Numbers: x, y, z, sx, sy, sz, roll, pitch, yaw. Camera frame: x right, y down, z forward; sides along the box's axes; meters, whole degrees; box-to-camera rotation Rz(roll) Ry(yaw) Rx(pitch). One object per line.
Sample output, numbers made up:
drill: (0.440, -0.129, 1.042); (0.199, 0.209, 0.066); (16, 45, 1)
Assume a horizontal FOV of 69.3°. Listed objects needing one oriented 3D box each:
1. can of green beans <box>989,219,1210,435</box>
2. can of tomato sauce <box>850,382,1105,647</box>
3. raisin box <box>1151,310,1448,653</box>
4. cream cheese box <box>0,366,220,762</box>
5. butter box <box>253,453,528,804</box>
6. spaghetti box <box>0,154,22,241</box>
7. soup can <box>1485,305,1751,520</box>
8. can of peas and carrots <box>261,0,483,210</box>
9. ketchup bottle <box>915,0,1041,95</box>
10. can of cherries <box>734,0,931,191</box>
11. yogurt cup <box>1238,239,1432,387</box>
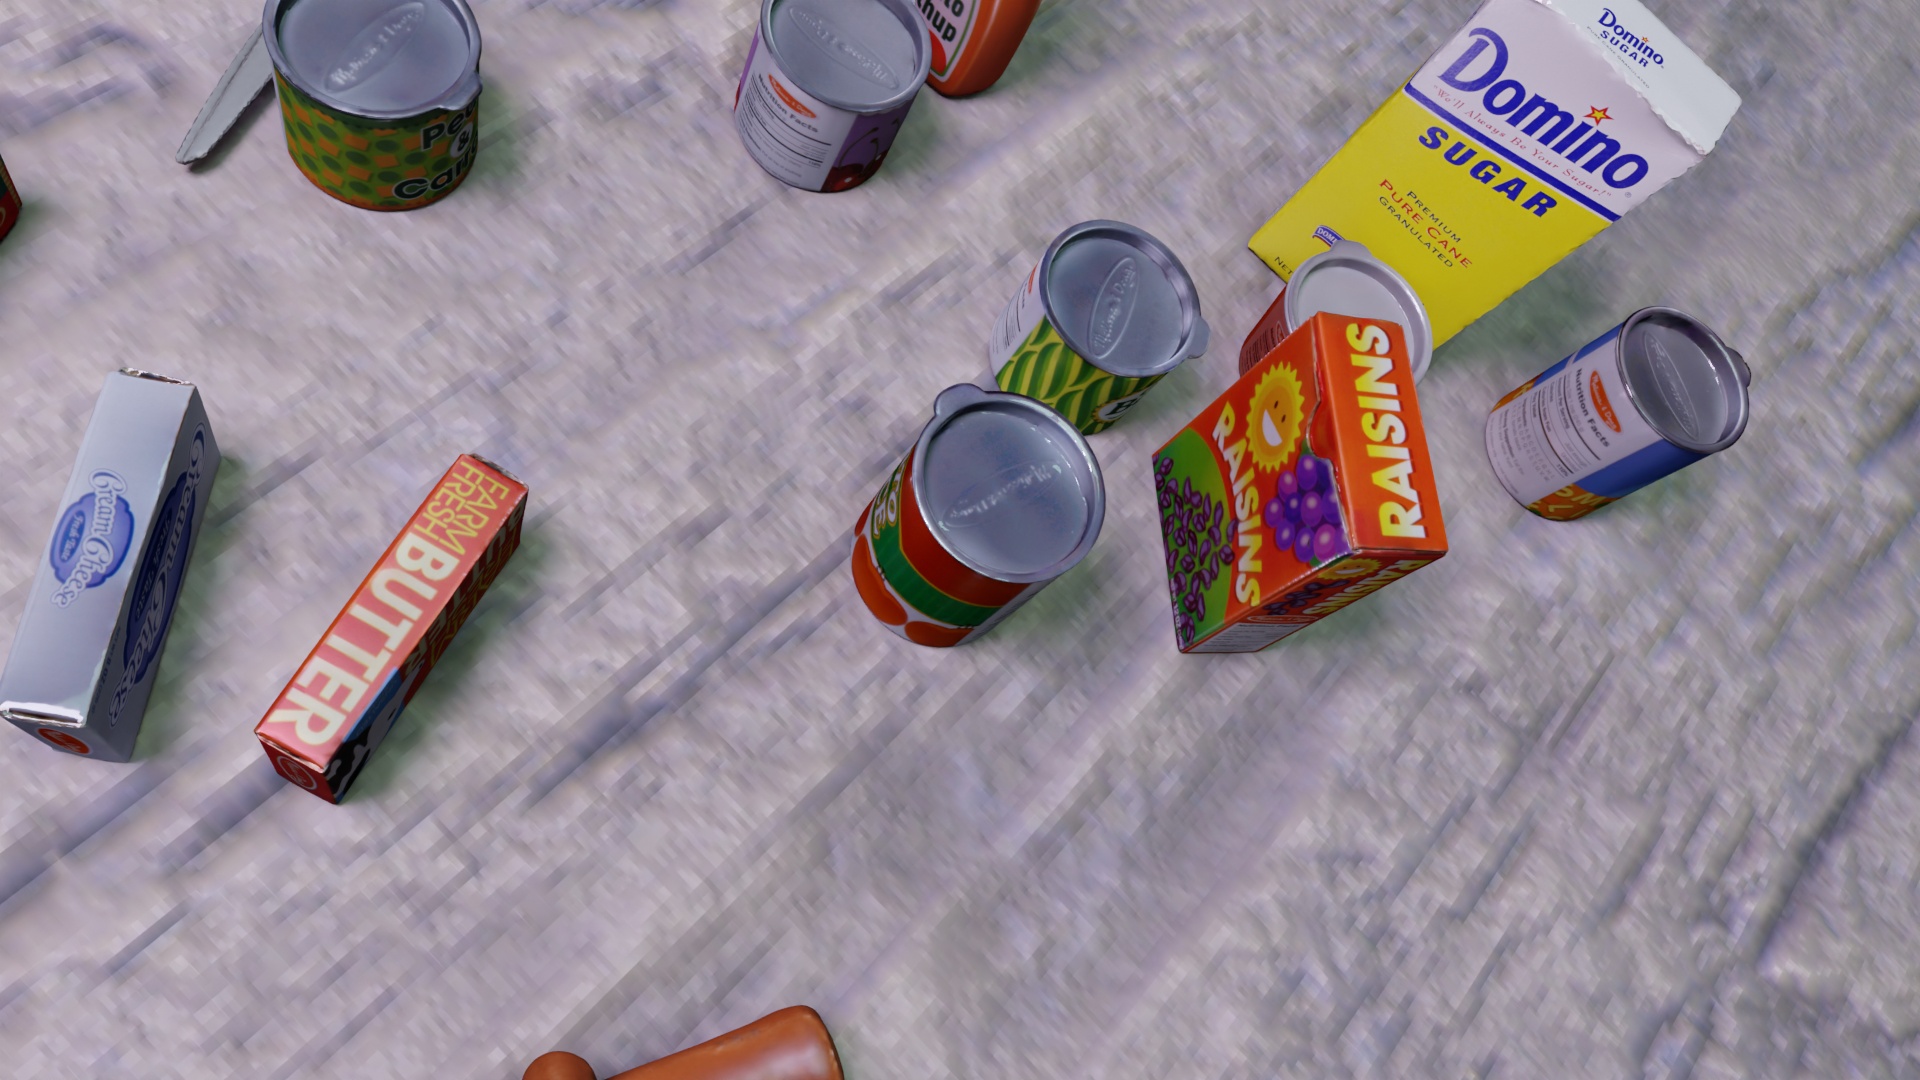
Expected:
can of green beans: (0.051, -0.081, 0.542); (0.071, 0.057, 0.071); (7, 68, -18)
can of tomato sauce: (0.002, -0.006, 0.481); (0.071, 0.082, 0.071); (7, 68, -18)
raisin box: (0.117, -0.016, 0.504); (0.040, 0.123, 0.086); (3, 70, -19)
cream cheese box: (-0.244, 0.008, 0.402); (0.024, 0.053, 0.104); (11, 67, -16)
butter box: (-0.170, 0.026, 0.422); (0.024, 0.053, 0.104); (31, 63, -7)
spaghetti box: (-0.345, -0.017, 0.376); (0.029, 0.050, 0.251); (24, 64, -10)
soup can: (0.283, -0.053, 0.601); (0.071, 0.083, 0.071); (7, 68, -18)
can of peas and carrots: (-0.198, -0.155, 0.478); (0.071, 0.058, 0.071); (7, 68, -18)
ketchup bottle: (0.015, -0.241, 0.538); (0.044, 0.148, 0.065); (-27, 82, -26)
can of cherries: (-0.049, -0.180, 0.542); (0.071, 0.058, 0.072); (7, 68, -18)
yogurt cup: (0.153, -0.079, 0.580); (0.072, 0.053, 0.072); (7, 68, -18)
